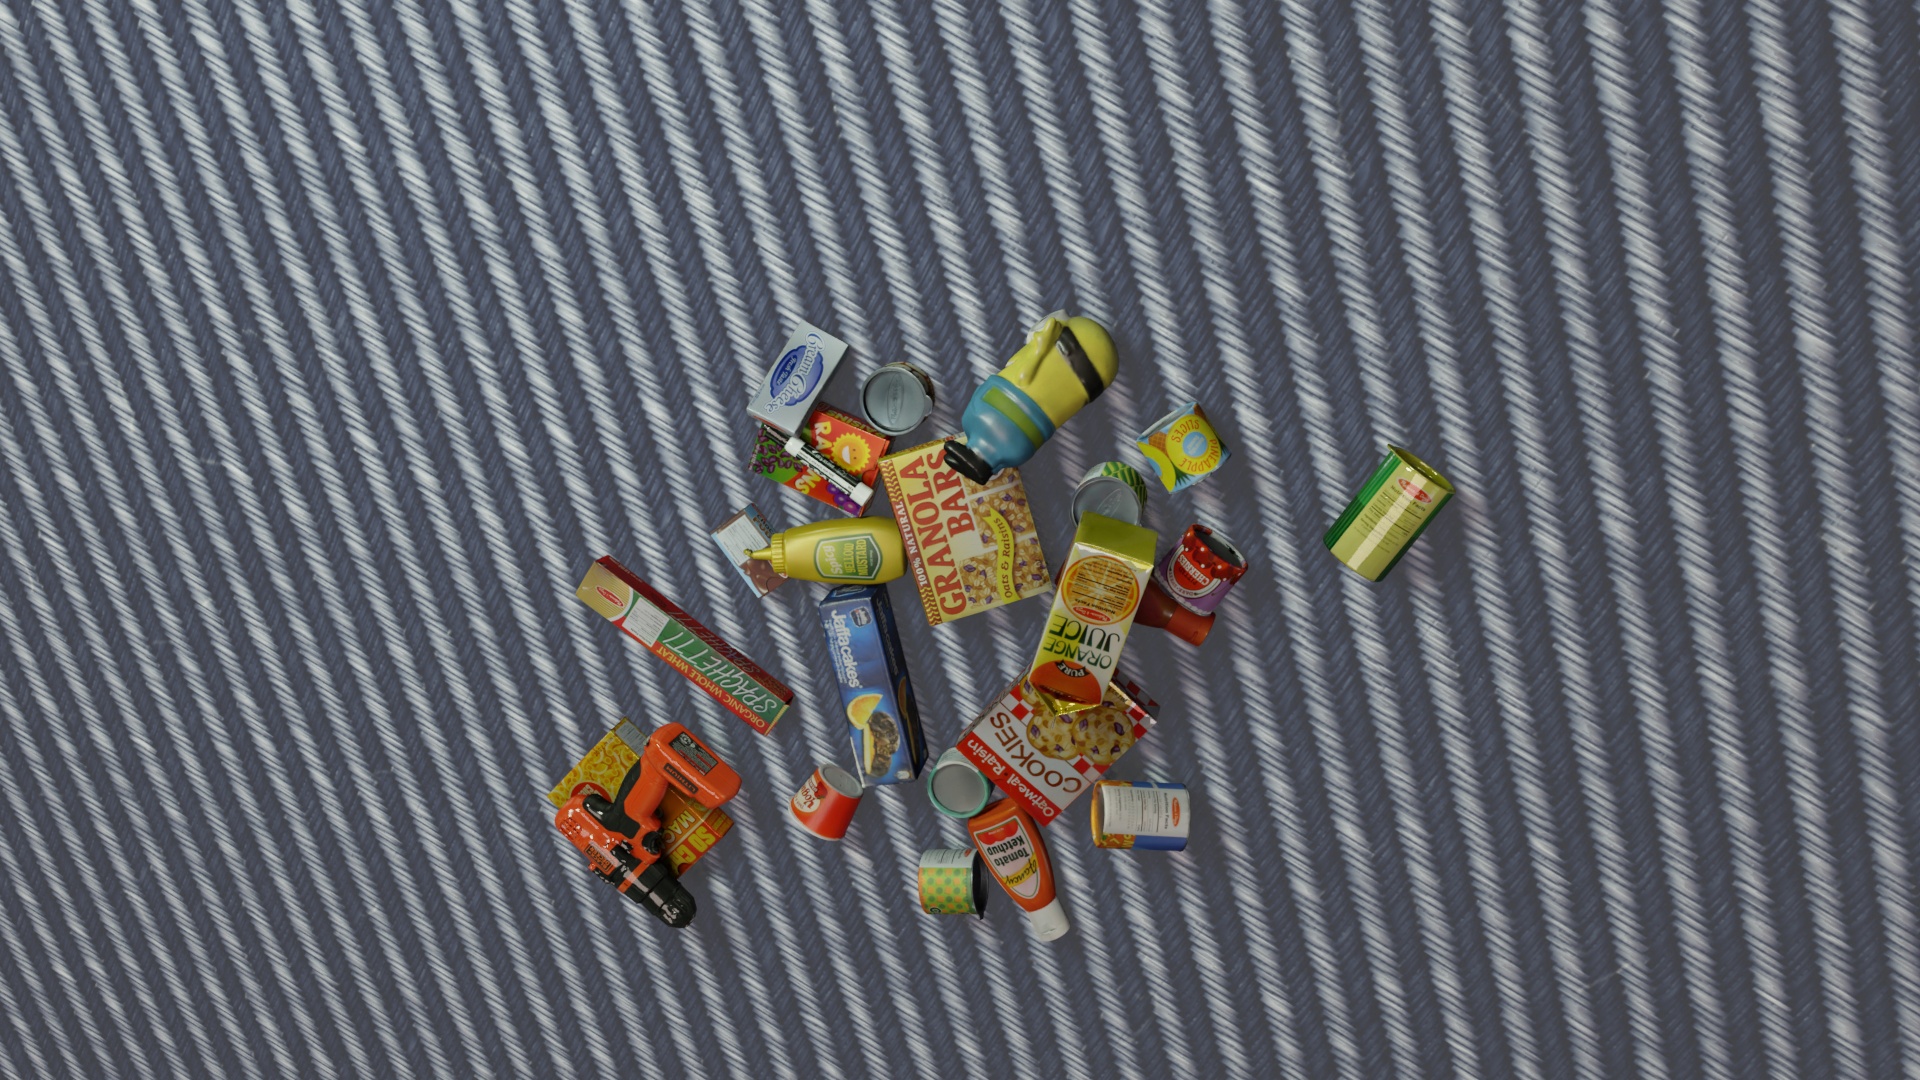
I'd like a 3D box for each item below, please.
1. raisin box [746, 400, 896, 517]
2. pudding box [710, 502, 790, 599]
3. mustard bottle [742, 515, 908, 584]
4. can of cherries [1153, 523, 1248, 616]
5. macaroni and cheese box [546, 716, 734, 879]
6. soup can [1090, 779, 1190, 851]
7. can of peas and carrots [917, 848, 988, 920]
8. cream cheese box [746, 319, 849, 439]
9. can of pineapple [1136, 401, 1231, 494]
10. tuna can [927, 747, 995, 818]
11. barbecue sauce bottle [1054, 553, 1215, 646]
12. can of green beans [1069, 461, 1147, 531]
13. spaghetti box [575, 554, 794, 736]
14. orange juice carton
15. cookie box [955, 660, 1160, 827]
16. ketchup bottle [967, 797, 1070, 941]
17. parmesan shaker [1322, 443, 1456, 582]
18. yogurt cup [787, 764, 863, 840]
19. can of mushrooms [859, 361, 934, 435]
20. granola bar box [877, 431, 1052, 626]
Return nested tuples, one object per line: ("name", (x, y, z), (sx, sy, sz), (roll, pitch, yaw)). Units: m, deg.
("raisin box", (-0.134, -0.087, 1.340), (0.123, 0.040, 0.085), (24, 110, 5))
("pudding box", (-0.205, 0.011, 1.392), (0.049, 0.030, 0.083), (-35, 96, 19))
("mustard bottle", (-0.132, 0.012, 1.350), (0.160, 0.049, 0.065), (-3, 107, 2))
("can of cherries", (0.220, 0.027, 1.271), (0.071, 0.072, 0.058), (37, 111, 1))
("macaroni and cheese box", (-0.347, 0.292, 1.506), (0.166, 0.040, 0.123), (45, 112, -2))
("soup can", (0.173, 0.268, 1.348), (0.084, 0.071, 0.071), (4, 109, -7))
("can of peas and carrots", (-0.007, 0.353, 1.427), (0.059, 0.071, 0.070), (-4, 106, 16))
("cream cheese box", (-0.152, -0.151, 1.305), (0.053, 0.024, 0.104), (28, 75, 3))
("can of pineapple", (0.200, -0.083, 1.244), (0.071, 0.071, 0.058), (-32, 97, 20))
("tuna can", (0.001, 0.249, 1.412), (0.071, 0.033, 0.071), (4, 107, 13))
("barbecue sauce bottle", (0.166, 0.049, 1.306), (0.148, 0.044, 0.064), (29, 125, 3))
("can of green beans", (0.137, -0.034, 1.280), (0.071, 0.058, 0.071), (4, 107, 13))
("spaghetti box", (-0.285, 0.109, 1.442), (0.250, 0.029, 0.050), (36, 111, 1))
("orange juice carton", (0.114, 0.077, 1.258), (0.073, 0.072, 0.191), (18, 117, 3))
("cookie box", (0.094, 0.184, 1.366), (0.123, 0.040, 0.167), (42, 111, -2))
("ketchup bottle", (0.065, 0.337, 1.418), (0.064, 0.044, 0.148), (-24, 100, 14))
("parmesan shaker", (0.374, -0.024, 1.222), (0.071, 0.071, 0.102), (35, 112, 1))
("yogurt cup", (-0.136, 0.269, 1.436), (0.072, 0.072, 0.054), (33, 103, 2))
("can of mushrooms", (-0.057, -0.134, 1.310), (0.071, 0.033, 0.070), (4, 107, 13))
("granola bar box", (0.005, -0.016, 1.310), (0.124, 0.039, 0.165), (-17, 102, -1))
